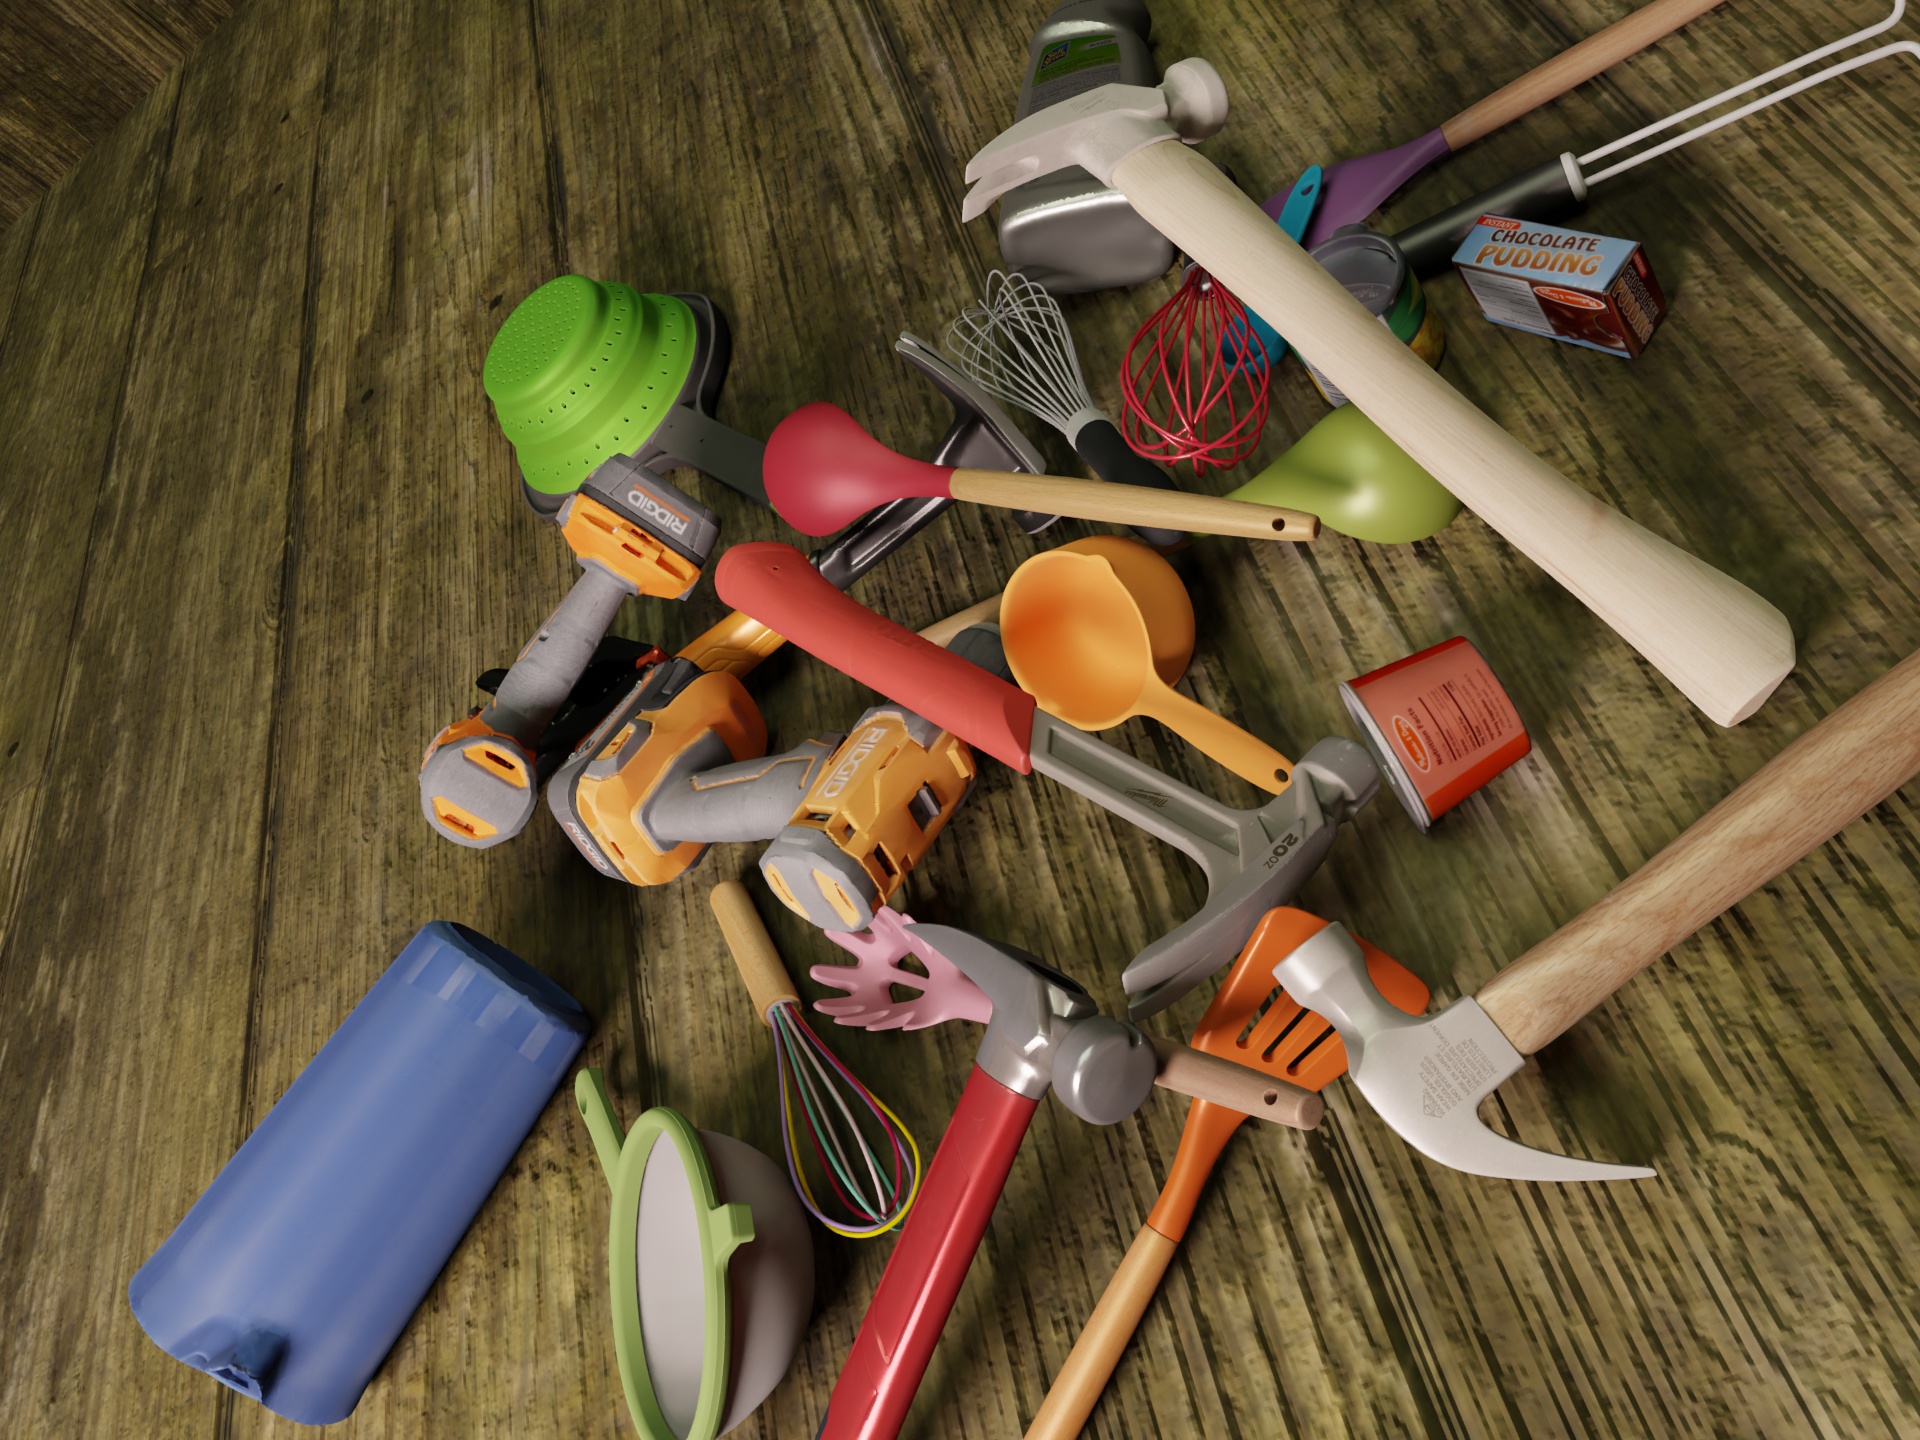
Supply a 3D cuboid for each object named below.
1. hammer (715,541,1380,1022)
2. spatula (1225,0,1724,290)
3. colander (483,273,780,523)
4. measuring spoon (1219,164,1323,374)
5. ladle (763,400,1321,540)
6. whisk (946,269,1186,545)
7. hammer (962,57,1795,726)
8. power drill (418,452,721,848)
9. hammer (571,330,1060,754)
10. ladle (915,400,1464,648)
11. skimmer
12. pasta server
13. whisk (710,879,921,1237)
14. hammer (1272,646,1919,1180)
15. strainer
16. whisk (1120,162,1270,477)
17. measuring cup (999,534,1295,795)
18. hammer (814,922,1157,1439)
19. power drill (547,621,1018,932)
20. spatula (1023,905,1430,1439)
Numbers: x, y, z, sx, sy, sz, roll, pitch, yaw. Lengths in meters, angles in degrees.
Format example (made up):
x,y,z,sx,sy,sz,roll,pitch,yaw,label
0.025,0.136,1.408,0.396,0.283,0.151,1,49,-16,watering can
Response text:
x,y,z,sx,sy,sz,roll,pitch,yaw,label
-0.001,-0.002,0.720,0.149,0.036,0.359,-38,46,-26,hammer
0.272,-0.313,0.814,0.316,0.018,0.060,-25,48,25,spatula
-0.225,-0.222,1.089,0.397,0.094,0.204,31,84,45,colander
0.172,-0.235,0.837,0.042,0.021,0.129,3,67,52,measuring spoon
0.021,-0.109,0.755,0.315,0.031,0.069,12,103,33,ladle
0.057,-0.163,0.835,0.070,0.070,0.285,-40,38,11,whisk
0.169,-0.145,0.674,0.146,0.038,0.411,-29,62,-20,hammer
-0.237,-0.039,0.927,0.226,0.084,0.164,-59,18,-6,power drill
-0.105,-0.069,0.899,0.337,0.127,0.034,-37,20,22,hammer
0.097,-0.079,0.794,0.320,0.062,0.078,-21,49,35,ladle
0.325,-0.274,0.697,0.363,0.090,0.127,-20,84,30,skimmer
0.028,0.124,0.660,0.316,0.040,0.060,3,72,58,pasta server
-0.076,0.155,0.774,0.047,0.051,0.245,-52,39,12,whisk
0.279,0.040,0.552,0.331,0.031,0.130,-38,73,4,hammer
-0.126,0.231,0.751,0.257,0.069,0.151,36,119,60,strainer
0.124,-0.214,0.809,0.073,0.073,0.296,-20,35,27,whisk
0.099,-0.022,0.739,0.174,0.052,0.095,36,130,23,measuring cup
-0.047,0.271,0.626,0.143,0.038,0.386,25,92,57,hammer
-0.085,0.016,0.828,0.226,0.084,0.185,3,44,40,power drill
0.069,0.222,0.611,0.322,0.081,0.041,-61,17,-4,spatula
